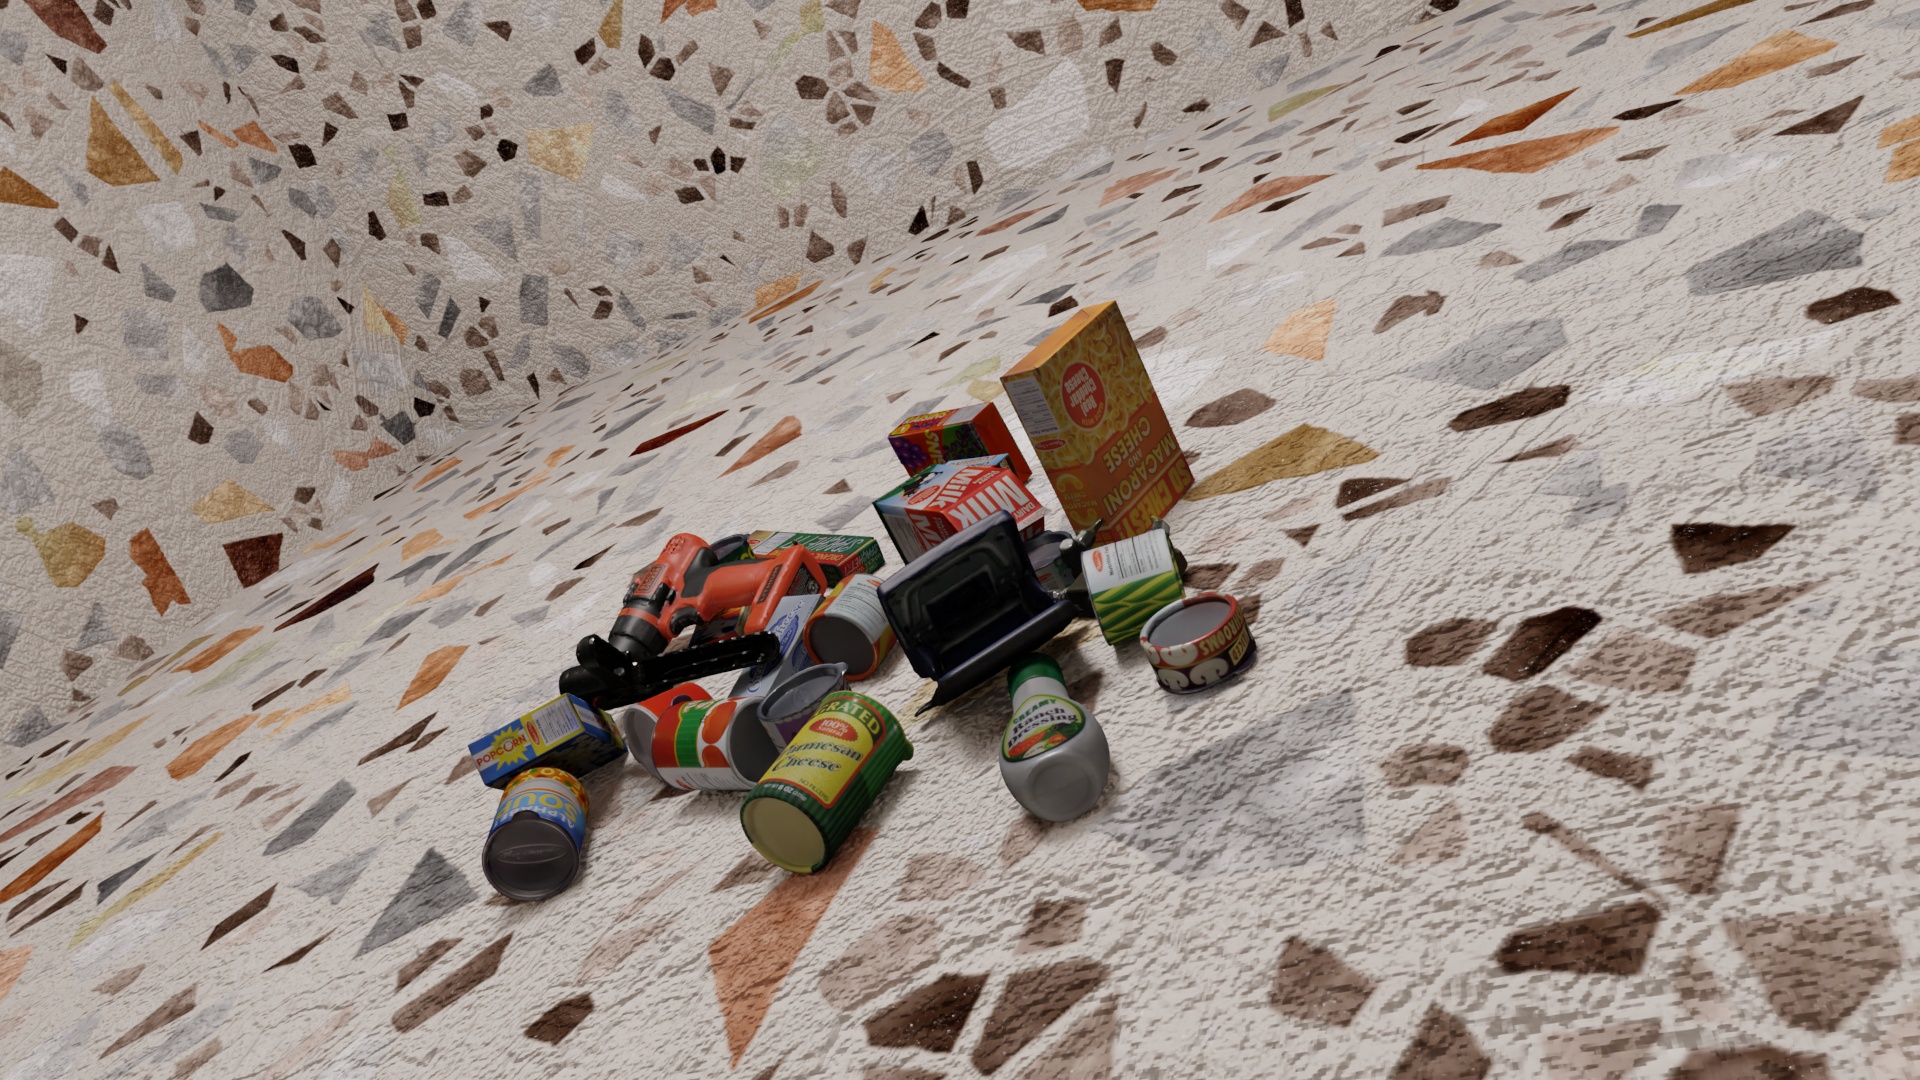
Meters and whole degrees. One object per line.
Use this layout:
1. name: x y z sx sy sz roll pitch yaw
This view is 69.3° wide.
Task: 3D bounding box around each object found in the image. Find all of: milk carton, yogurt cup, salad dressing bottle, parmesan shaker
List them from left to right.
1. yogurt cup: -0.219 0.146 1.075 0.054 0.072 0.072 -32 18 -38
2. parmesan shaker: -0.083 0.153 0.881 0.071 0.071 0.103 -13 24 34
3. milk carton: 0.004 -0.015 1.169 0.072 0.073 0.190 -33 17 -19
4. salad dressing bottle: 0.052 0.113 0.839 0.064 0.044 0.148 -26 19 5

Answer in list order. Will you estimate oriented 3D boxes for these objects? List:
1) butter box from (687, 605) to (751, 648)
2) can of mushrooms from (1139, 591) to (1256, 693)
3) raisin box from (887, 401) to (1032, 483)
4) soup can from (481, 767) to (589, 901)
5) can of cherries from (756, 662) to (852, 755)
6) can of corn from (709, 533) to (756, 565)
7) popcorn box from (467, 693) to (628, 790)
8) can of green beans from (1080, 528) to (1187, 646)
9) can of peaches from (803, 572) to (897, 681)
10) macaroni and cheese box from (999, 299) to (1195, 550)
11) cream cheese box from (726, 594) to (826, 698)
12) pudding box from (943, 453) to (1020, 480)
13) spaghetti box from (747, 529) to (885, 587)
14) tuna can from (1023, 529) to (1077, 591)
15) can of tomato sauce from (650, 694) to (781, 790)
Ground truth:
1. butter box: -0.220 0.080 1.298 0.053 0.024 0.104 -23 21 8
2. can of mushrooms: 0.149 0.062 0.863 0.071 0.033 0.071 -23 19 9
3. raisin box: -0.002 -0.081 1.339 0.123 0.086 0.040 -5 34 47
4. soup can: -0.308 0.210 1.012 0.071 0.071 0.084 -27 19 -1
5. can of cherries: -0.098 0.127 0.973 0.071 0.058 0.072 -24 18 9
6. can of corn: -0.226 0.034 1.373 0.071 0.058 0.071 -24 19 9
7. popcorn box: -0.324 0.165 1.103 0.085 0.038 0.126 -29 -14 -6
8. can of green beans: 0.117 0.031 0.926 0.058 0.071 0.071 -17 21 10
9. can of peaches: -0.083 0.070 1.092 0.071 0.071 0.058 -14 23 31
10. macaroni and cheese box: 0.110 -0.085 1.086 0.040 0.166 0.124 -8 26 44
11. cream cheese box: -0.144 0.092 1.122 0.053 0.024 0.104 -7 48 45
12. pudding box: 0.018 -0.049 1.287 0.083 0.049 0.030 -4 28 47
13. spaghetti box: -0.160 0.017 1.376 0.050 0.028 0.250 -37 22 -28
14. tuna can: 0.063 0.022 1.073 0.071 0.032 0.071 -23 20 9
15. can of tomato sauce: -0.171 0.145 1.005 0.083 0.071 0.071 -9 26 39
